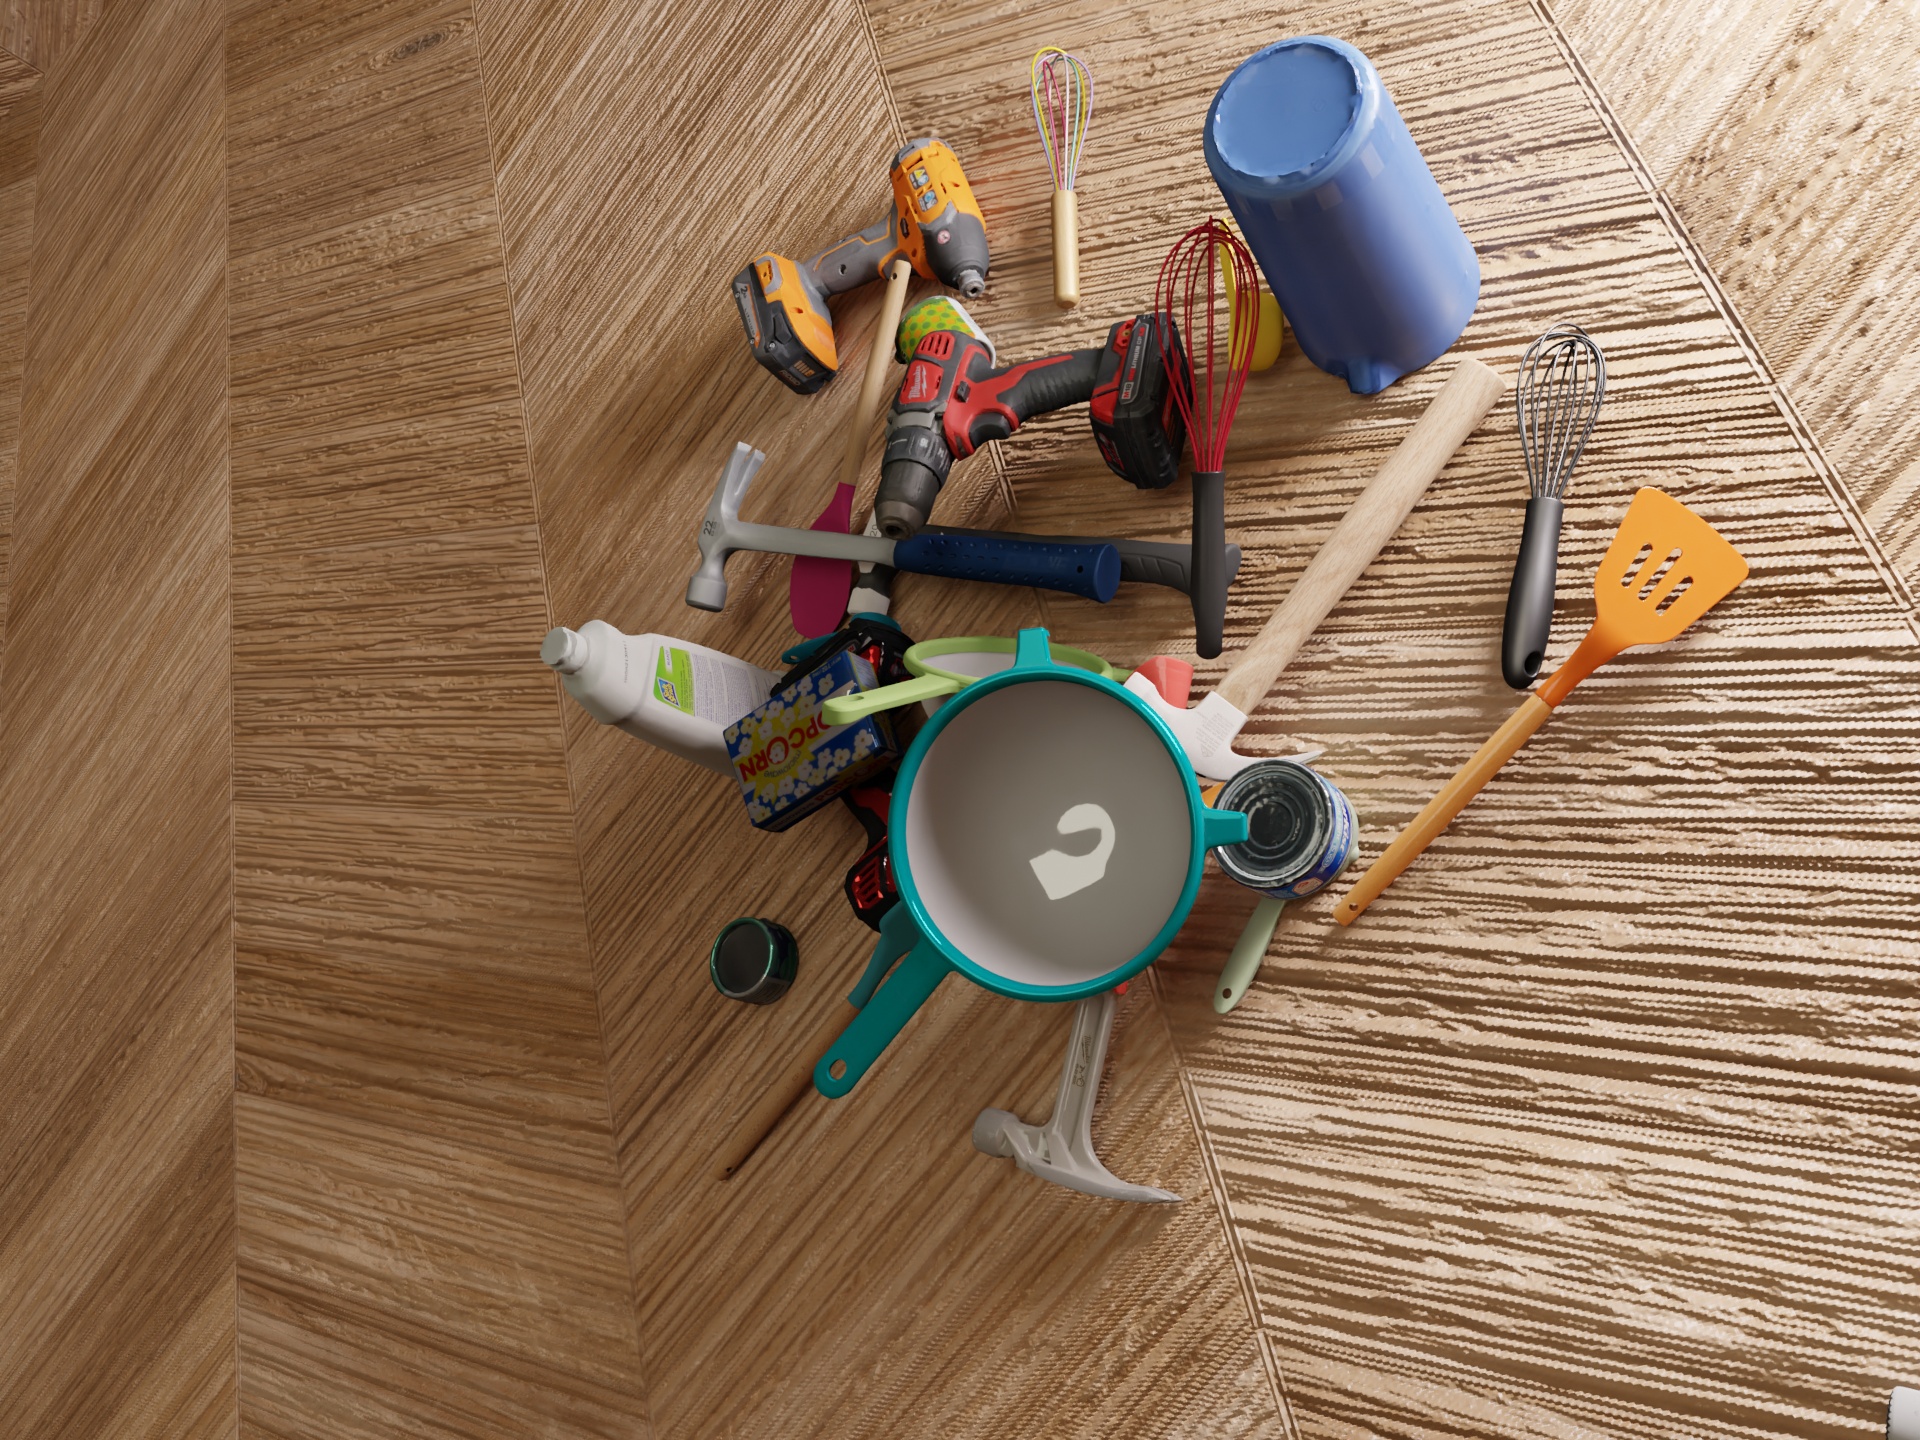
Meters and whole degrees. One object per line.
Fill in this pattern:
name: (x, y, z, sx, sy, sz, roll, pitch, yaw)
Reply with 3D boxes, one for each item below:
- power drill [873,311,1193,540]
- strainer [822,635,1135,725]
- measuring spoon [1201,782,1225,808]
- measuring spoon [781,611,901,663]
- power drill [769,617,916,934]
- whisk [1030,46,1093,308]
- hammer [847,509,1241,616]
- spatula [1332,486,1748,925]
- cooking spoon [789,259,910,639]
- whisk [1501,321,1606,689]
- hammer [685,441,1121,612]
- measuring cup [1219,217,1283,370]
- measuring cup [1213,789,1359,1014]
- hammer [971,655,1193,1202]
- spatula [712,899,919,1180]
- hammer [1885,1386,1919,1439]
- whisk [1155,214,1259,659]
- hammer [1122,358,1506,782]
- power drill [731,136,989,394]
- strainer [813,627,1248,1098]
power drill: (0.046, -0.215, 1.180, 0.227, 0.080, 0.188, 1, 57, 23)
strainer: (-0.002, -0.004, 1.104, 0.152, 0.256, 0.069, 16, 111, 38)
measuring spoon: (0.164, 0.064, 1.091, 0.117, 0.011, 0.021, -30, 62, 19)
measuring spoon: (-0.102, -0.058, 1.303, 0.128, 0.042, 0.021, -17, 51, 38)
power drill: (-0.049, 0.037, 1.208, 0.143, 0.078, 0.220, -37, 59, 19)
whisk: (0.081, -0.452, 1.316, 0.051, 0.047, 0.245, -11, 71, 30)
hammer: (0.061, -0.133, 1.218, 0.335, 0.035, 0.146, 9, 79, 37)
spatula: (0.339, 0.005, 0.970, 0.081, 0.041, 0.322, 40, 107, 4)
cooking spoon: (-0.087, -0.221, 1.319, 0.069, 0.017, 0.319, 22, 102, 36)
whisk: (0.366, -0.136, 0.999, 0.055, 0.055, 0.239, 5, 80, 36)
hammer: (-0.055, -0.139, 1.251, 0.406, 0.035, 0.144, 10, 86, 36)
measuring cup: (0.214, -0.321, 1.181, 0.029, 0.062, 0.157, 3, 54, -6)
measuring cup: (0.196, 0.111, 1.029, 0.083, 0.038, 0.167, 22, 85, 38)
hammer: (0.113, 0.134, 1.071, 0.149, 0.036, 0.359, 8, 81, 34)
spatula: (-0.091, 0.235, 1.180, 0.317, 0.082, 0.044, -52, 36, 14)
hammer: (0.548, 0.165, 0.768, 0.149, 0.036, 0.409, 3, 75, 35)
whisk: (0.167, -0.187, 1.073, 0.073, 0.073, 0.295, 6, 103, 36)
hammer: (0.250, -0.099, 1.053, 0.130, 0.031, 0.331, 38, 90, 9)
power drill: (-0.079, -0.383, 1.380, 0.226, 0.084, 0.164, -31, 59, 18)
strainer: (0.027, 0.120, 1.048, 0.211, 0.095, 0.340, 44, 105, 19)
